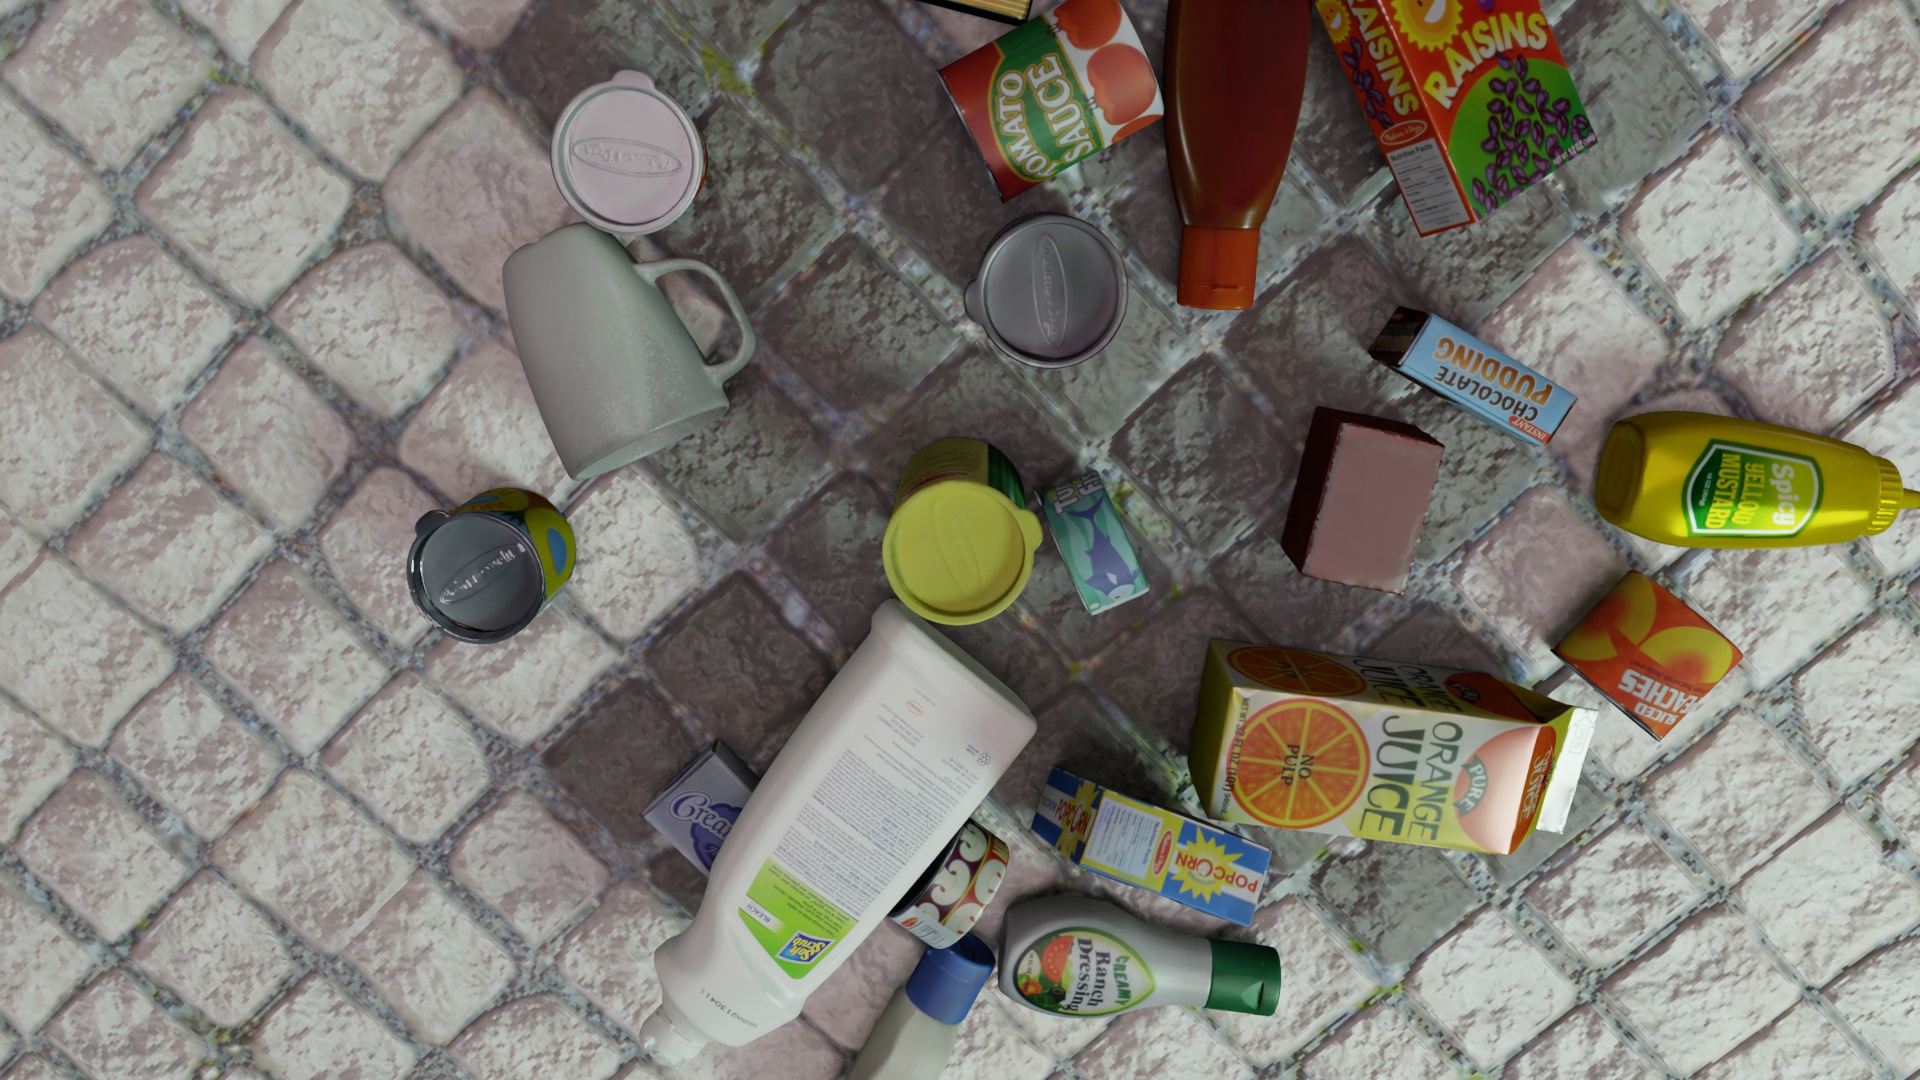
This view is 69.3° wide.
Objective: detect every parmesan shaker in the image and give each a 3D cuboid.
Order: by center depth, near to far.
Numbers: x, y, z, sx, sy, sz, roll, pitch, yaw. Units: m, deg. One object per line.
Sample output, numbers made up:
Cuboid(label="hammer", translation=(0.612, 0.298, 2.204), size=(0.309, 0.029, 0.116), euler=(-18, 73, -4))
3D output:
Cuboid(label="parmesan shaker", translation=(0.002, -0.008, 0.655), size=(0.071, 0.103, 0.071), euler=(0, 105, 1))

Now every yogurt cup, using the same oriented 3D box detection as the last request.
Cuboid(label="yogurt cup", translation=(-0.148, -0.176, 0.640), size=(0.072, 0.054, 0.072), euler=(0, 104, 1))

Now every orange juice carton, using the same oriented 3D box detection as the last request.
Cuboid(label="orange juice carton", translation=(0.218, 0.105, 0.697), size=(0.193, 0.073, 0.071), euler=(7, 104, -2))

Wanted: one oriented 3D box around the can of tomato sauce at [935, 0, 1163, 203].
Cuboid(label="can of tomato sauce", translation=(0.041, -0.200, 0.624), size=(0.083, 0.071, 0.071), euler=(-27, 103, 7))

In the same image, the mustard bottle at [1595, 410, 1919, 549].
Cuboid(label="mustard bottle", translation=(0.397, -0.026, 0.674), size=(0.160, 0.049, 0.065), euler=(4, 106, 0))

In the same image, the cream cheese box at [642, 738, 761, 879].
Cuboid(label="cream cheese box", translation=(-0.114, 0.160, 0.740), size=(0.053, 0.024, 0.103), euler=(-41, 100, 8))

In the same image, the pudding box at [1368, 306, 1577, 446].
Cuboid(label="pudding box", translation=(0.243, -0.078, 0.663), size=(0.084, 0.050, 0.030), euler=(28, 102, -6))

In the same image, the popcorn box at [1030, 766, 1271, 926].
Cuboid(label="popcorn box", translation=(0.089, 0.147, 0.681), size=(0.085, 0.126, 0.038), euler=(21, 83, -5))

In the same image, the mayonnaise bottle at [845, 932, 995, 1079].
Cuboid(label="mayonnaise bottle", translation=(-0.030, 0.280, 0.752), size=(0.041, 0.065, 0.148), euler=(27, 99, -9))

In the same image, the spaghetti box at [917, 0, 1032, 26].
Cuboid(label="spaghetti box", translation=(-0.085, -0.287, 0.624), size=(0.250, 0.029, 0.050), euler=(13, 103, -3))

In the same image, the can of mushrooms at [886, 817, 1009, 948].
Cuboid(label="can of mushrooms", translation=(-0.006, 0.174, 0.722), size=(0.033, 0.071, 0.071), euler=(37, 102, -8))

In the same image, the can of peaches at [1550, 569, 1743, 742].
Cuboid(label="can of peaches", translation=(0.339, 0.057, 0.685), size=(0.071, 0.071, 0.058), euler=(39, 101, -9))

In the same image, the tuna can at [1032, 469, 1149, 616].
Cuboid(label="tuna can", translation=(0.064, -0.001, 0.675), size=(0.033, 0.071, 0.071), euler=(-24, 103, 6))

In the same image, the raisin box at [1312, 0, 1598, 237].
Cuboid(label="raisin box", translation=(0.221, -0.211, 0.620), size=(0.086, 0.040, 0.123), euler=(-33, 103, -18))

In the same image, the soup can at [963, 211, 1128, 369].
Cuboid(label="soup can", translation=(0.037, -0.117, 0.637), size=(0.071, 0.084, 0.071), euler=(0, 104, 1))

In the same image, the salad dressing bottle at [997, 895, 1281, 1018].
Cuboid(label="salad dressing bottle", translation=(0.095, 0.227, 0.744), size=(0.148, 0.044, 0.064), euler=(7, 103, -1))

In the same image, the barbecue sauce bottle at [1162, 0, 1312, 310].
Cuboid(label="barbecue sauce bottle", translation=(0.123, -0.182, 0.641), size=(0.065, 0.044, 0.148), euler=(1, 105, -5))

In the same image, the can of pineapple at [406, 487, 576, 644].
Cuboid(label="can of pineapple", translation=(-0.230, 0.009, 0.685), size=(0.071, 0.058, 0.070), euler=(0, 104, 0))
